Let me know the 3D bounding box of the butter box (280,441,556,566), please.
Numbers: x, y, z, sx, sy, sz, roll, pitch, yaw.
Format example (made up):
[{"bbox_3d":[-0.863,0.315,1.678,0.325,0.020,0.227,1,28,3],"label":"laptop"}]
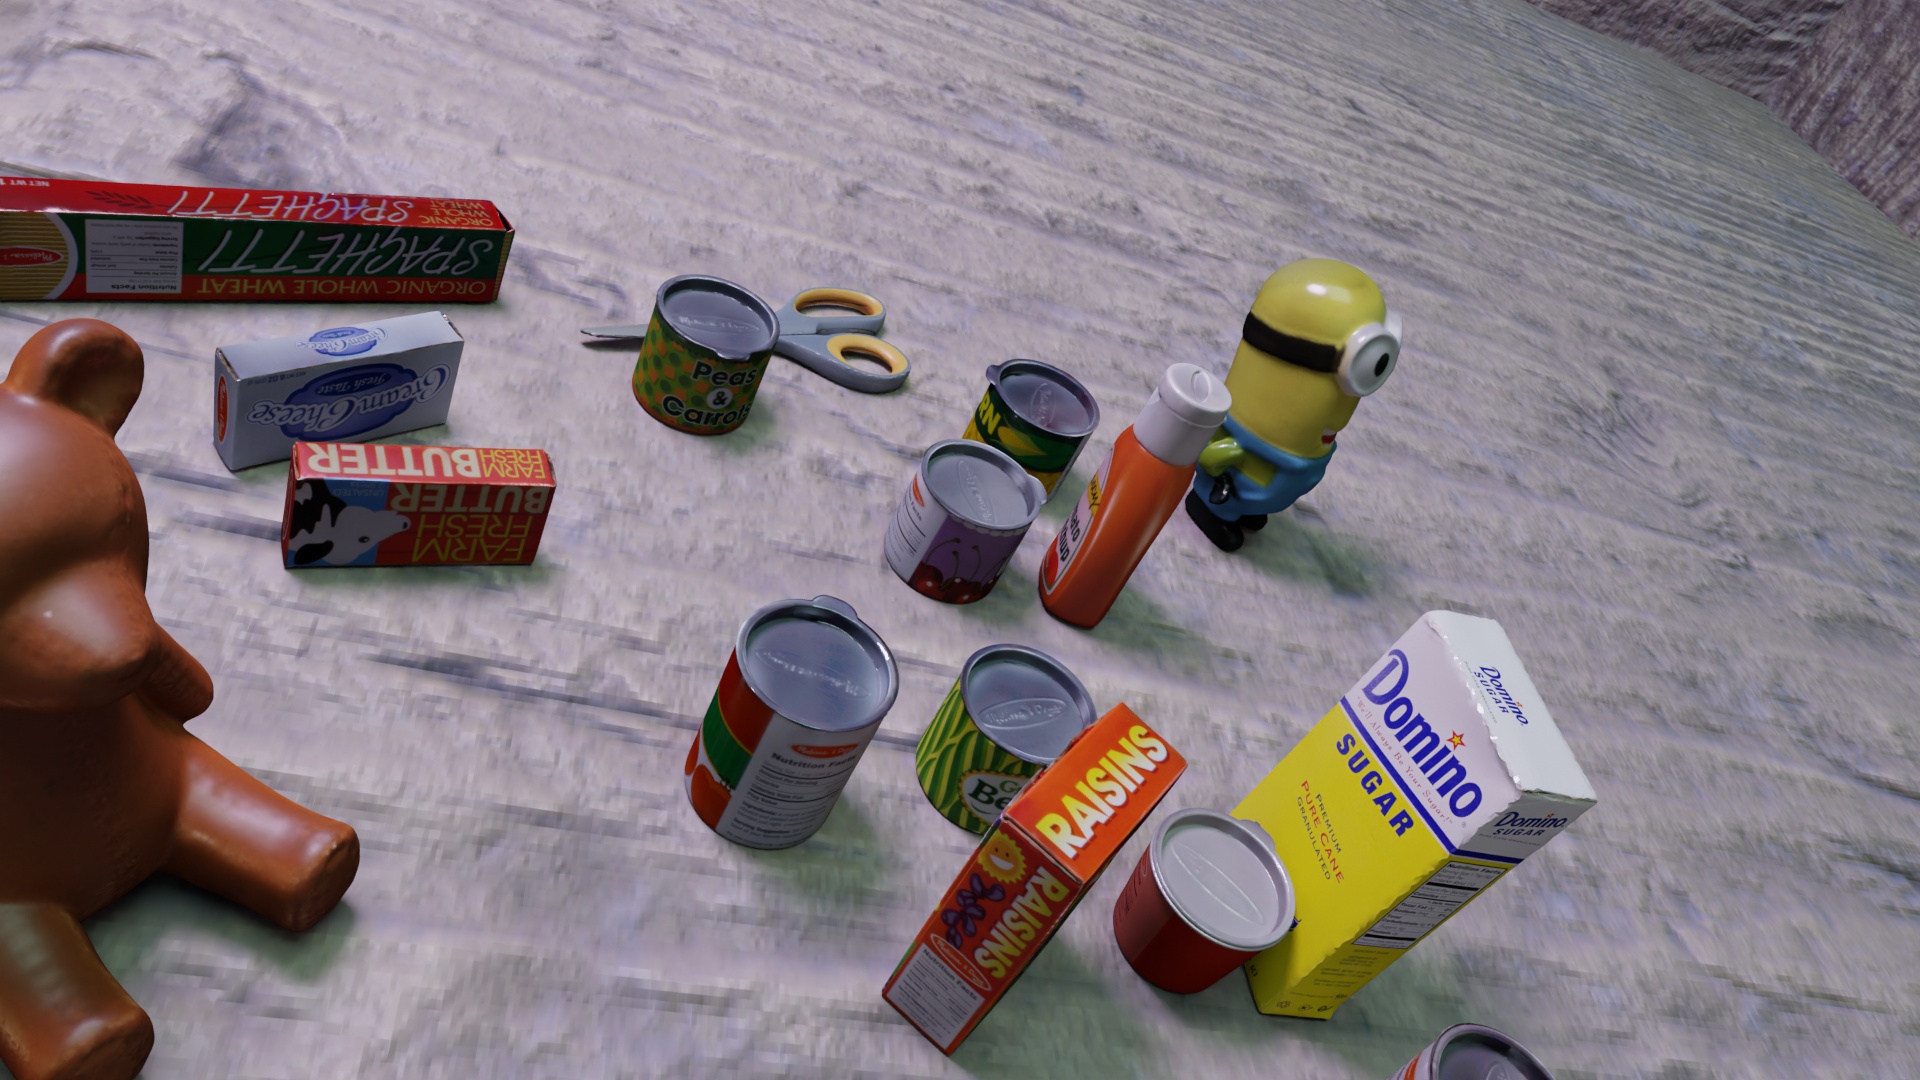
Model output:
[{"bbox_3d":[-0.230,-0.014,0.591,0.104,0.052,0.024,0,46,-32],"label":"butter box"}]

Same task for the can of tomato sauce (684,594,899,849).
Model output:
[{"bbox_3d":[-0.070,0.074,0.565,0.071,0.082,0.071,17,39,-15],"label":"can of tomato sauce"}]

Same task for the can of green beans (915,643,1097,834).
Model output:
[{"bbox_3d":[0.020,0.090,0.623,0.071,0.057,0.071,17,39,-15],"label":"can of green beans"}]

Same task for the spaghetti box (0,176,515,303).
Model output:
[{"bbox_3d":[-0.344,-0.141,0.666,0.251,0.050,0.029,-7,50,-37],"label":"spaghetti box"}]

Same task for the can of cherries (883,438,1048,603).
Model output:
[{"bbox_3d":[0.003,-0.009,0.723,0.071,0.058,0.072,17,39,-15],"label":"can of cherries"}]

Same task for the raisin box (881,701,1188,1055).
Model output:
[{"bbox_3d":[0.027,0.129,0.531,0.040,0.122,0.086,40,39,14],"label":"raisin box"}]

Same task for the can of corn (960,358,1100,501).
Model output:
[{"bbox_3d":[0.036,-0.063,0.804,0.071,0.058,0.071,17,39,-15],"label":"can of corn"}]

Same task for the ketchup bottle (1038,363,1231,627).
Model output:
[{"bbox_3d":[0.090,-0.024,0.720,0.043,0.148,0.065,23,38,-8],"label":"ketchup bottle"}]

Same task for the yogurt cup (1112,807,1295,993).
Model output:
[{"bbox_3d":[0.101,0.158,0.599,0.072,0.053,0.073,17,39,-15],"label":"yogurt cup"}]

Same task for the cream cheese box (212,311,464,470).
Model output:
[{"bbox_3d":[-0.278,-0.068,0.622,0.104,0.053,0.024,-22,60,-45],"label":"cream cheese box"}]

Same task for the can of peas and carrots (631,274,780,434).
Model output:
[{"bbox_3d":[-0.135,-0.097,0.737,0.071,0.058,0.071,17,39,-15],"label":"can of peas and carrots"}]

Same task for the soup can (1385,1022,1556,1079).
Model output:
[{"bbox_3d":[0.189,0.239,0.538,0.071,0.083,0.072,17,39,-15],"label":"soup can"}]
